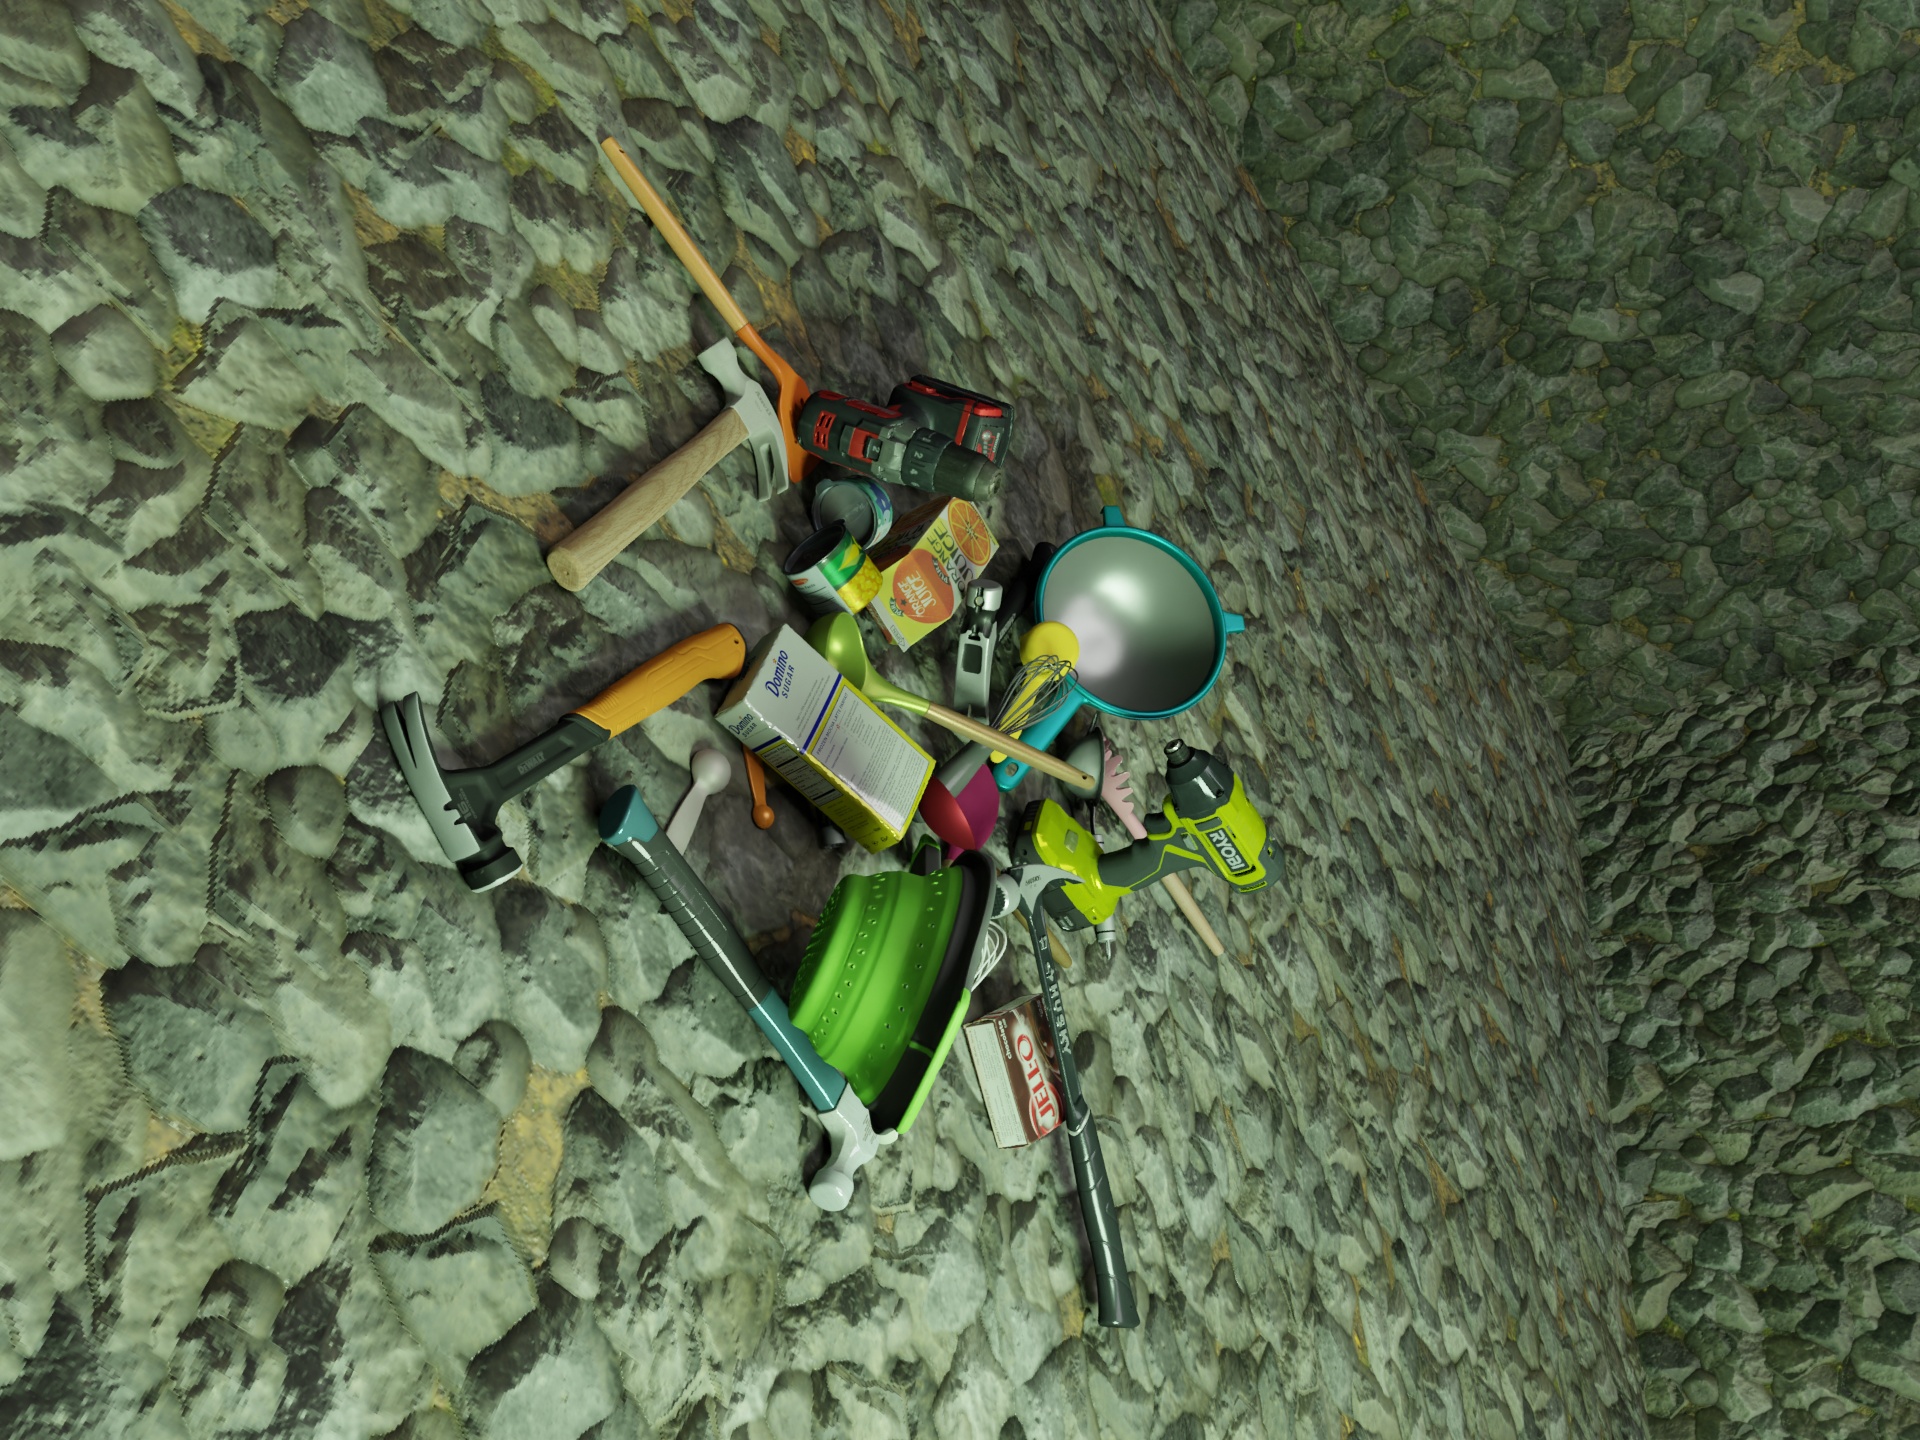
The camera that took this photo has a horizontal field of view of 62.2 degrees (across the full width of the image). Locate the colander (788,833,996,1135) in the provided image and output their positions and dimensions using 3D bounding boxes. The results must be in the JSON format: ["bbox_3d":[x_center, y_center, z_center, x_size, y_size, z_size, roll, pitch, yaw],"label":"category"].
[{"bbox_3d":[-0.060,0.150,1.172,0.094,0.204,0.397,23,14,-8],"label":"colander"}]

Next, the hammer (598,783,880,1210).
[{"bbox_3d":[-0.150,0.185,1.120,0.330,0.033,0.128,58,32,-21],"label":"hammer"}]

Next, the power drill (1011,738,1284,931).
[{"bbox_3d":[0.167,0.108,1.491,0.171,0.223,0.080,53,34,-25],"label":"power drill"}]

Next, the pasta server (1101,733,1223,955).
[{"bbox_3d":[0.218,0.143,1.735,0.316,0.040,0.060,55,1,-26],"label":"pasta server"}]

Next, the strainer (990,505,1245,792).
[{"bbox_3d":[0.124,-0.044,1.616,0.211,0.095,0.340,41,65,-2],"label":"strainer"}]

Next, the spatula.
[{"bbox_3d":[-0.210,-0.355,1.374,0.322,0.041,0.081,54,35,-17],"label":"spatula"}]

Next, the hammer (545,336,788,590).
[{"bbox_3d":[-0.223,-0.187,1.239,0.130,0.031,0.331,57,33,-19],"label":"hammer"}]

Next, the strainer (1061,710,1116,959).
[{"bbox_3d":[0.134,0.114,1.617,0.050,0.087,0.259,-3,76,-12],"label":"strainer"}]

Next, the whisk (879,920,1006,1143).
[{"bbox_3d":[-0.020,0.244,1.289,0.246,0.059,0.057,-61,152,-48],"label":"whisk"}]

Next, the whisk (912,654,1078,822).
[{"bbox_3d":[0.031,0.016,1.446,0.239,0.055,0.055,-46,113,-33],"label":"whisk"}]

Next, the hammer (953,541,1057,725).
[{"bbox_3d":[0.052,-0.110,1.588,0.335,0.035,0.146,-55,154,-64],"label":"hammer"}]

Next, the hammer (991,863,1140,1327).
[{"bbox_3d":[0.098,0.321,1.364,0.149,0.036,0.409,-12,89,-59],"label":"hammer"}]

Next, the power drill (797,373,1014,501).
[{"bbox_3d":[-0.023,-0.253,1.452,0.227,0.188,0.080,-32,141,-64],"label":"power drill"}]

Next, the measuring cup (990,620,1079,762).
[{"bbox_3d":[0.068,-0.028,1.524,0.062,0.029,0.157,29,68,-6],"label":"measuring cup"}]

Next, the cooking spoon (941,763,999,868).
[{"bbox_3d":[-0.016,0.142,1.377,0.068,0.017,0.319,67,30,-26],"label":"cooking spoon"}]

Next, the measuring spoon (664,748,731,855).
[{"bbox_3d":[-0.192,0.066,1.147,0.034,0.018,0.124,51,36,-28],"label":"measuring spoon"}]

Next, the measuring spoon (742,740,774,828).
[{"bbox_3d":[-0.157,0.027,1.232,0.021,0.011,0.117,16,58,-54],"label":"measuring spoon"}]

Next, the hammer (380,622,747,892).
[{"bbox_3d":[-0.248,-0.010,1.090,0.127,0.034,0.337,65,31,-10],"label":"hammer"}]

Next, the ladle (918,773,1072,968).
[{"bbox_3d":[0.036,0.145,1.410,0.069,0.031,0.315,38,-10,43],"label":"ladle"}]

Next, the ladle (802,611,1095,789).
[{"bbox_3d":[-0.002,-0.004,1.374,0.320,0.062,0.078,25,61,-27],"label":"ladle"}]
